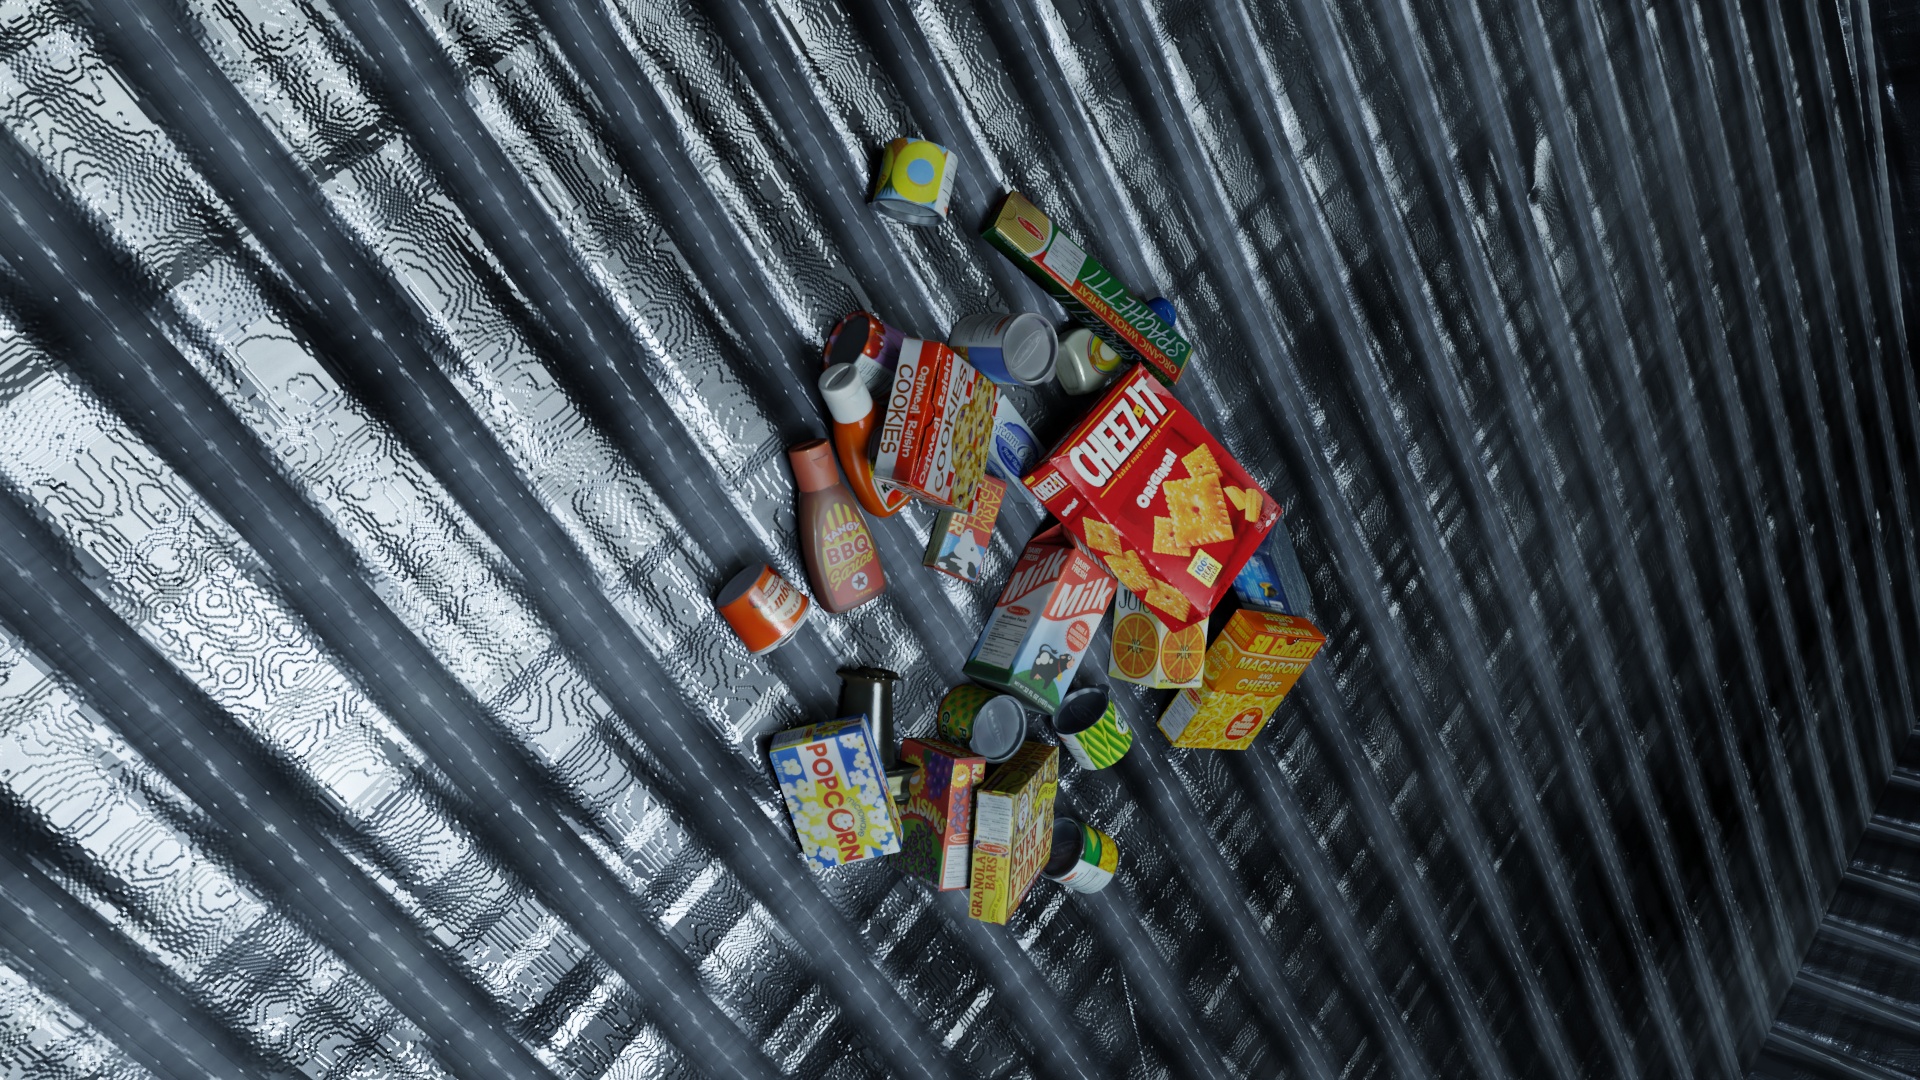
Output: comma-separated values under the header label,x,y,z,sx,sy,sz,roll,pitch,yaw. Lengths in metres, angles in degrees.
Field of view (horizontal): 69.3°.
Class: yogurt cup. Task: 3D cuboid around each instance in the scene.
label,x,y,z,sx,sy,sz,roll,pitch,yaw
yogurt cup,-0.168,0.055,1.167,0.072,0.072,0.054,-50,114,-22

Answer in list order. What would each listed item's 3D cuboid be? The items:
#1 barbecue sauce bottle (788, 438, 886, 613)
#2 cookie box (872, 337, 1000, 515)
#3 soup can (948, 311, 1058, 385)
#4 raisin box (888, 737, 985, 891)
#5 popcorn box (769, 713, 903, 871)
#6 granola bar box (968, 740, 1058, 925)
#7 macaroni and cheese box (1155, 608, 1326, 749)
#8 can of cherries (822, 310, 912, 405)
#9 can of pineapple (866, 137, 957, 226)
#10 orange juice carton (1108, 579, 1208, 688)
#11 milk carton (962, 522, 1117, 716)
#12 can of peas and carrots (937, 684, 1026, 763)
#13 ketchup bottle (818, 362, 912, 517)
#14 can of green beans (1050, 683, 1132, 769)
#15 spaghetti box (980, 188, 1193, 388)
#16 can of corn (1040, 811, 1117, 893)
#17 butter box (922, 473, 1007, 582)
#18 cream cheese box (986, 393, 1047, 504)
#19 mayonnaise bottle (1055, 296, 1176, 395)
label,x,y,z,sx,sy,sz,roll,pitch,yaw
barbecue sauce bottle,-0.113,-0.014,1.213,0.065,0.043,0.148,-25,110,-29
cookie box,-0.016,-0.096,1.216,0.167,0.040,0.123,24,77,-69
soup can,0.040,-0.175,1.288,0.071,0.084,0.071,-6,100,-37
raisin box,-0.022,0.252,1.290,0.040,0.086,0.123,5,92,-36
popcorn box,-0.108,0.221,1.221,0.085,0.038,0.126,-14,109,5
granola bar box,0.053,0.273,1.321,0.166,0.039,0.124,-23,119,-71
macaroni and cheese box,0.307,0.155,1.514,0.124,0.040,0.165,9,122,-39
can of cherries,-0.078,-0.161,1.210,0.058,0.071,0.071,26,80,-36
can of pineapple,-0.042,-0.315,1.219,0.071,0.071,0.058,15,86,-38
orange juice carton,0.214,0.054,1.459,0.072,0.073,0.192,4,93,-38
milk carton,0.088,0.067,1.361,0.072,0.073,0.191,37,73,-35
can of peas and carrots,0.019,0.176,1.329,0.071,0.058,0.071,-6,99,-37
ketchup bottle,-0.081,-0.089,1.201,0.065,0.043,0.148,-49,141,-22
can of green beans,0.134,0.191,1.417,0.071,0.071,0.057,-48,122,-23
spaghetti box,0.126,-0.239,1.346,0.250,0.028,0.050,37,65,-22
can of corn,0.118,0.320,1.422,0.058,0.071,0.071,32,76,-37
butter box,0.005,-0.017,1.317,0.053,0.024,0.103,23,81,-37
cream cheese box,0.048,-0.088,1.342,0.103,0.024,0.053,50,65,-31
mayonnaise bottle,0.157,-0.202,1.402,0.149,0.041,0.064,-33,108,-30
